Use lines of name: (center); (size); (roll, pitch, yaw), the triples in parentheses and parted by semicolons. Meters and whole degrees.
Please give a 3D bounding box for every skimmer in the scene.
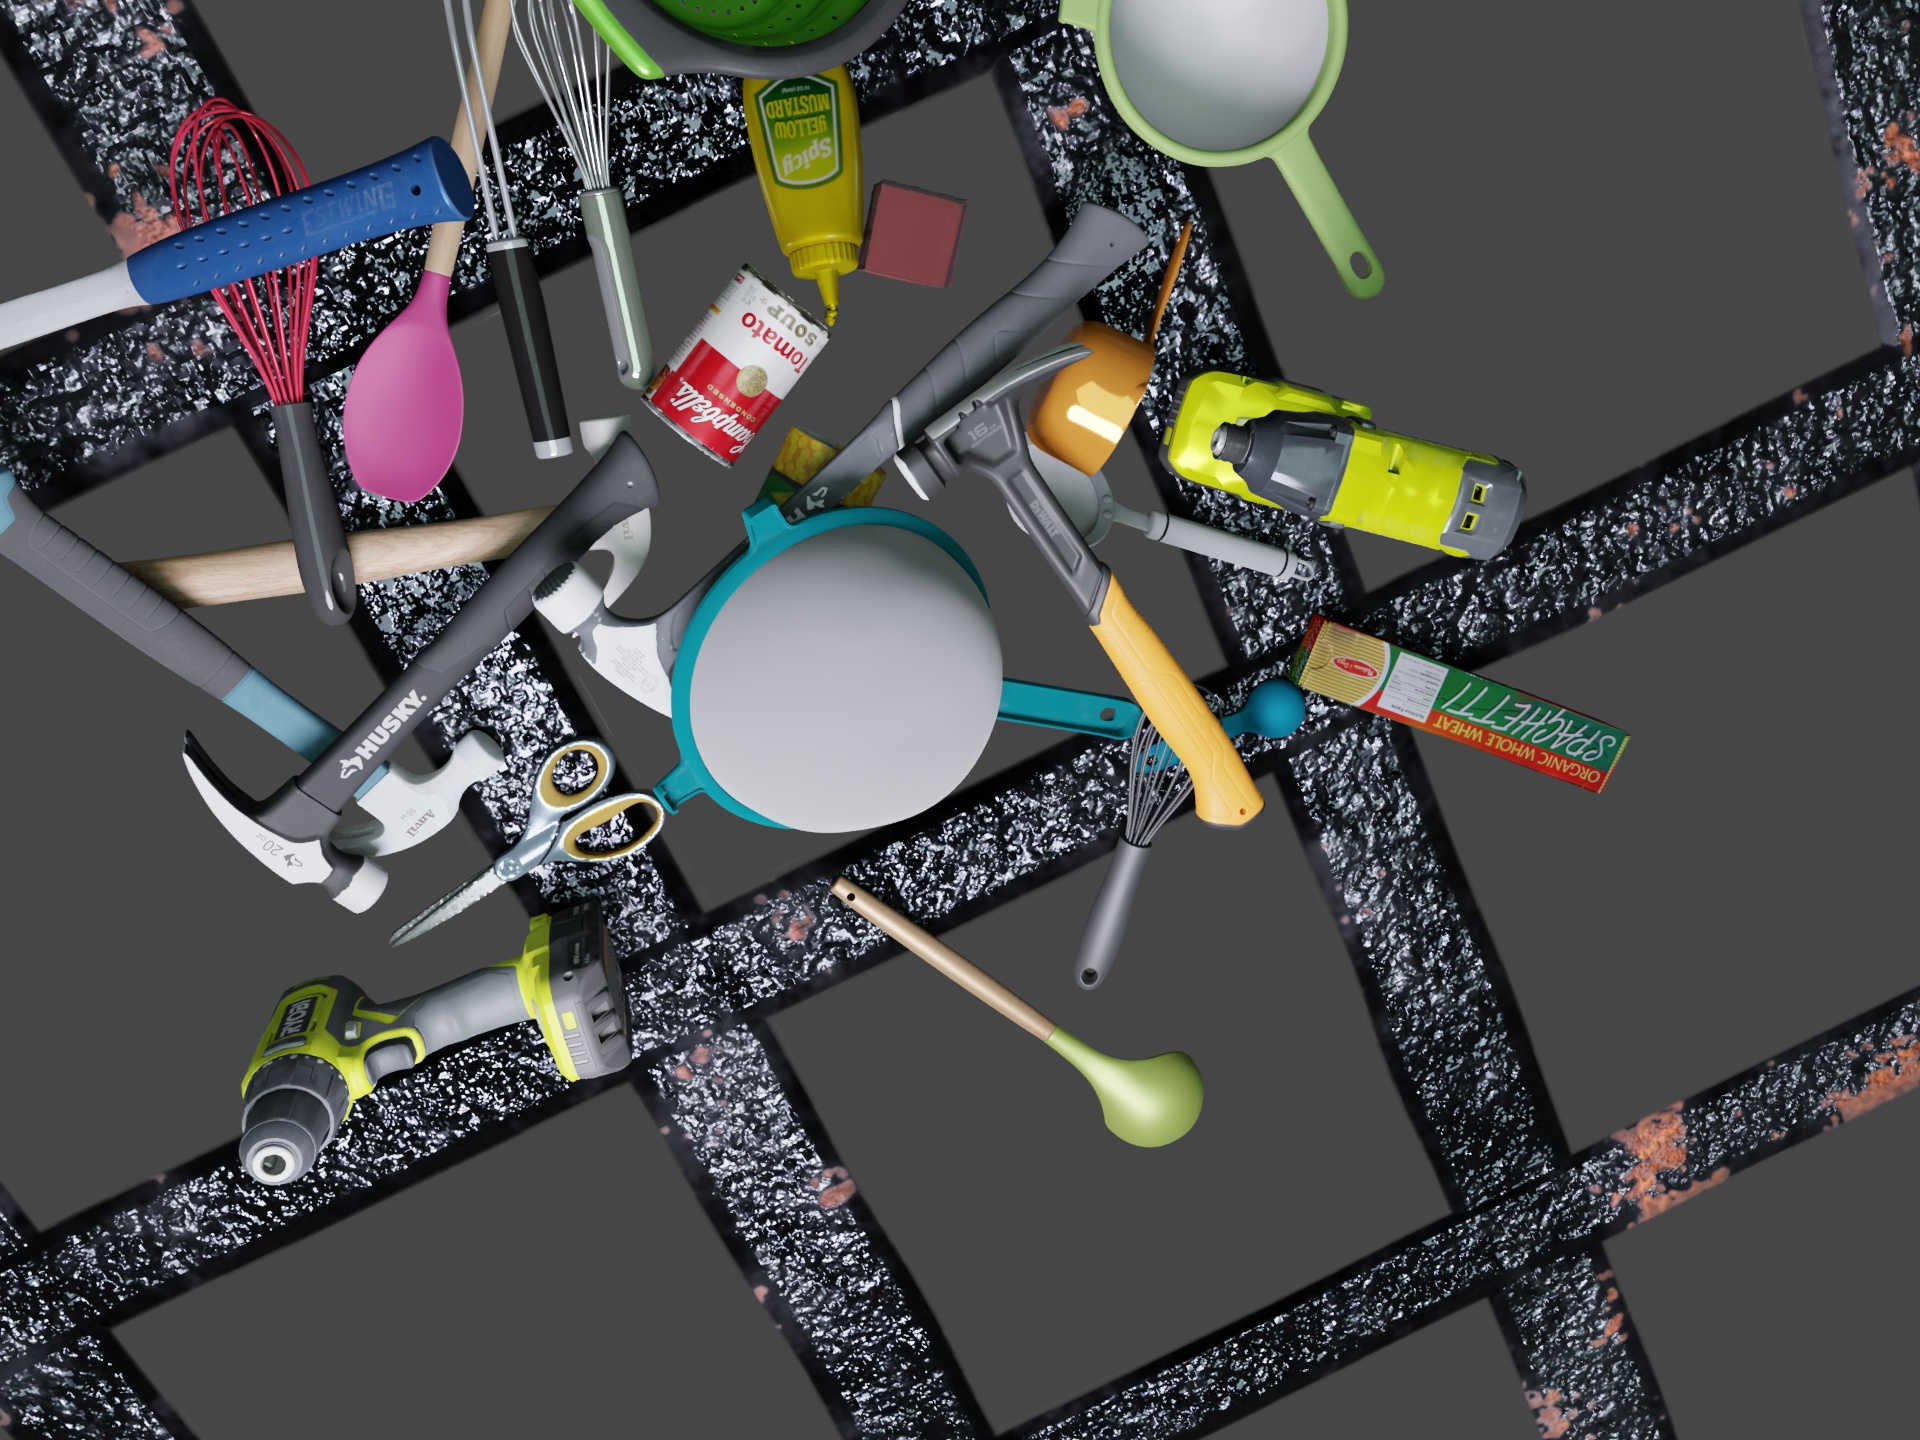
skimmer: (-0.269, -0.317, 0.854); (0.127, 0.090, 0.363); (-6, 109, 8)

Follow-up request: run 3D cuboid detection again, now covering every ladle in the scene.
ladle: (0.041, 0.200, 1.122); (0.320, 0.062, 0.078); (36, 100, -10)

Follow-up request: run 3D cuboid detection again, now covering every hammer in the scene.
hammer: (-0.451, -0.239, 0.852); (0.405, 0.035, 0.144); (-13, 107, 13)
hammer: (-0.305, -0.043, 0.943); (0.335, 0.035, 0.146); (-46, 123, 2)
hammer: (-0.048, -0.156, 0.930); (0.409, 0.036, 0.149); (-42, 120, -2)
hammer: (-0.354, -0.099, 0.969); (0.331, 0.031, 0.130); (-10, 107, -6)
hammer: (-0.441, -0.032, 0.945); (0.128, 0.033, 0.330); (-43, 119, 7)
hammer: (0.102, -0.064, 0.968); (0.127, 0.034, 0.336); (-35, 115, 3)

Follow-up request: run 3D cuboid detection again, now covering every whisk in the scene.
whisk: (0.123, 0.084, 1.087); (0.055, 0.055, 0.239); (12, 112, -12)
whisk: (-0.385, -0.199, 0.904); (0.073, 0.073, 0.295); (-9, 103, -6)
whisk: (-0.211, -0.314, 0.920); (0.059, 0.058, 0.246); (-24, 116, -33)

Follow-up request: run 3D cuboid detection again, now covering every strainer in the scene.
strainer: (0.118, -0.127, 1.030); (0.258, 0.050, 0.087); (14, 60, -18)
strainer: (0.175, -0.363, 0.952); (0.151, 0.069, 0.256); (-37, 109, 1)
strainer: (-0.002, -0.003, 0.958); (0.340, 0.095, 0.211); (8, 112, -35)

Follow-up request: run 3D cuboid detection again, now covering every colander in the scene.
colander: (-0.067, -0.493, 0.876); (0.397, 0.094, 0.204); (-43, 109, -14)

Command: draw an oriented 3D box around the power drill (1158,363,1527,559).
power drill: (0.204, -0.156, 0.937); (0.171, 0.223, 0.080); (12, 104, -12)

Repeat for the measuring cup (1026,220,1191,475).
measuring cup: (0.092, -0.239, 0.980); (0.052, 0.095, 0.173); (22, 84, -10)

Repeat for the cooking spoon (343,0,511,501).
cooking spoon: (-0.295, -0.283, 0.917); (0.068, 0.017, 0.319); (16, 99, -4)

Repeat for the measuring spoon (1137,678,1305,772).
measuring spoon: (0.178, 0.011, 1.089); (0.128, 0.021, 0.042); (-23, 109, -1)

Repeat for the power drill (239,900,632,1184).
power drill: (-0.325, 0.199, 0.983); (0.228, 0.191, 0.080); (-16, 108, -8)
